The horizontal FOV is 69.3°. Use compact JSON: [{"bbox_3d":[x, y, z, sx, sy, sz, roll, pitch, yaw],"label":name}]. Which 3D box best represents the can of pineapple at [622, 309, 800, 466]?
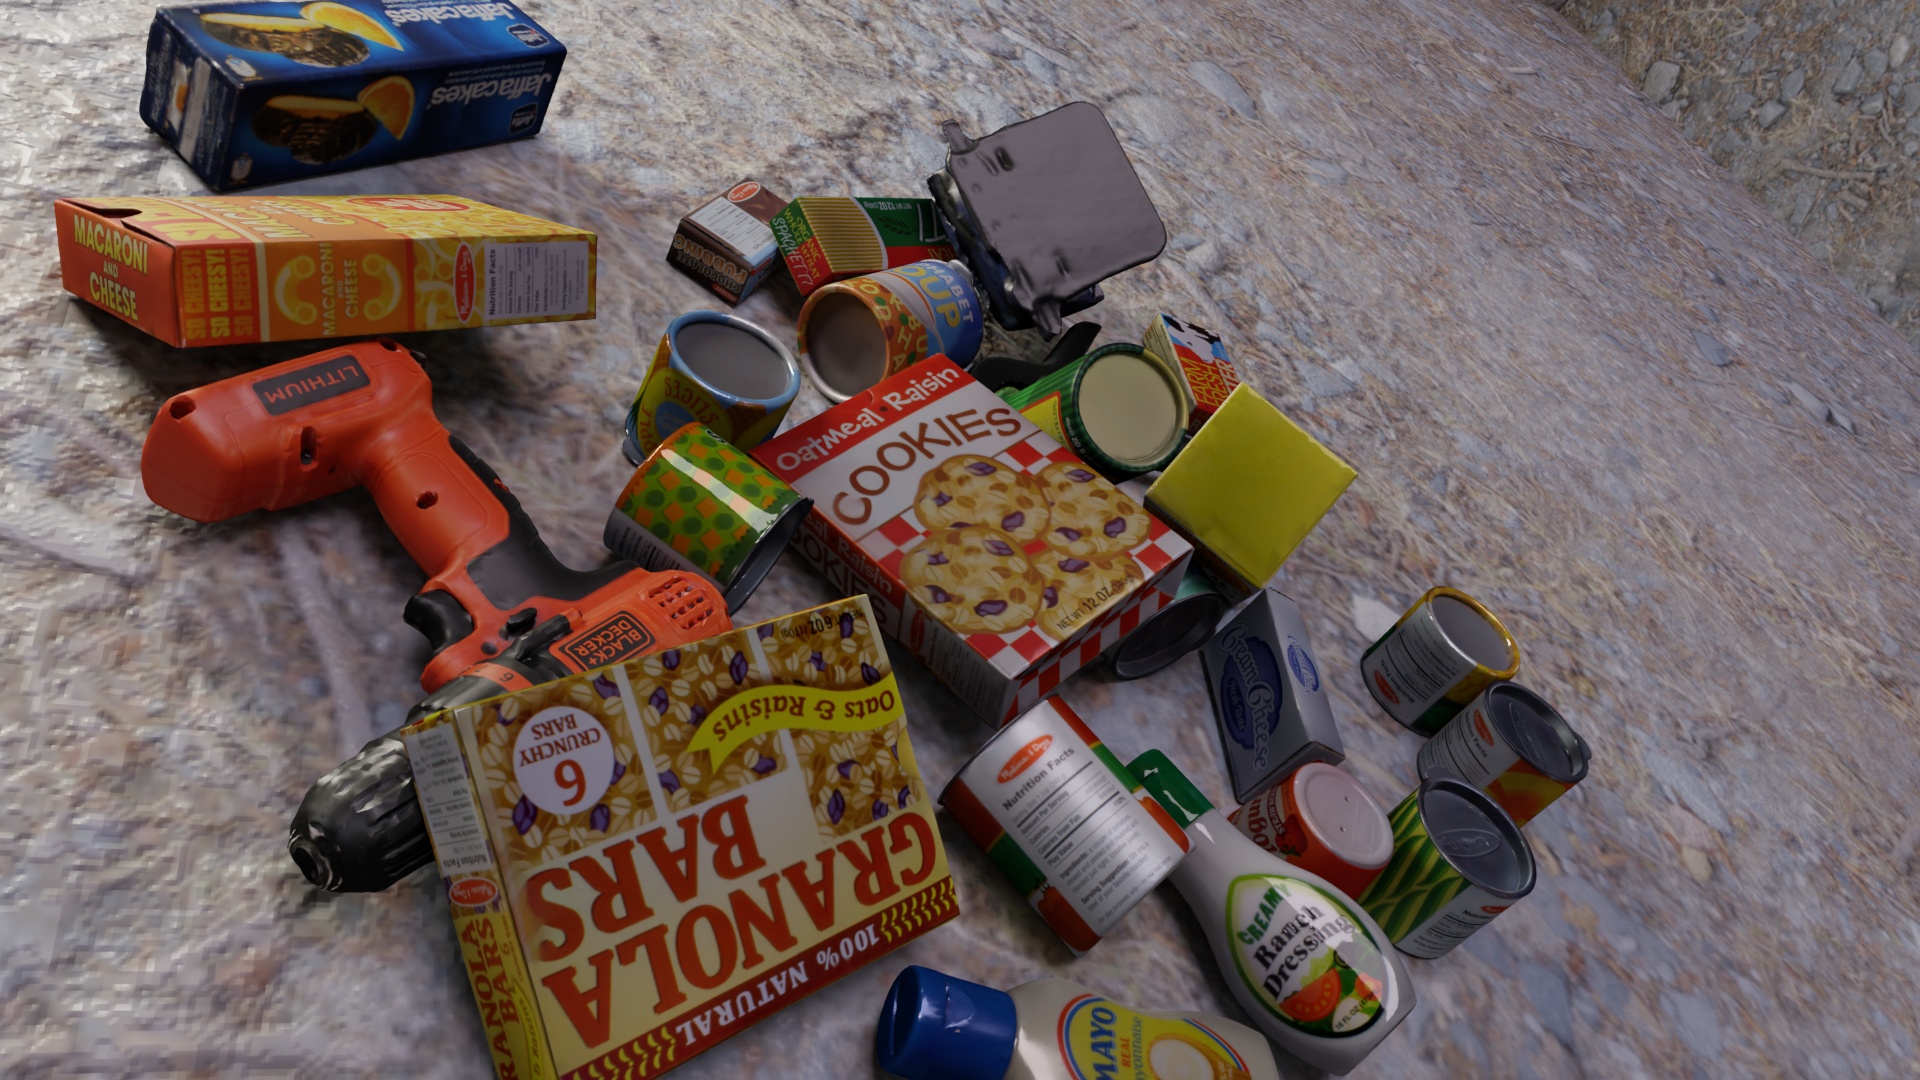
[{"bbox_3d":[-0.116,-0.064,0.644,0.071,0.057,0.071,21,38,-18],"label":"can of pineapple"}]

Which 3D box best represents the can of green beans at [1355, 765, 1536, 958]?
[{"bbox_3d":[0.226,0.154,0.658,0.071,0.057,0.071,21,38,-17],"label":"can of green beans"}]

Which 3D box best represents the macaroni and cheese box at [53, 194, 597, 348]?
[{"bbox_3d":[-0.254,-0.115,0.566,0.124,0.040,0.167,21,24,38],"label":"macaroni and cheese box"}]

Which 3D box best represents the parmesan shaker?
[{"bbox_3d":[0.058,-0.058,0.705,0.071,0.103,0.071,5,79,-24],"label":"parmesan shaker"}]

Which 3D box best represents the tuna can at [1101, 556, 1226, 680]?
[{"bbox_3d":[0.096,0.036,0.687,0.071,0.070,0.033,-4,50,-41],"label":"tuna can"}]

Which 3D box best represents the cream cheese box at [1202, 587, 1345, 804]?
[{"bbox_3d":[0.154,0.078,0.692,0.024,0.053,0.104,25,37,-24],"label":"cream cheese box"}]

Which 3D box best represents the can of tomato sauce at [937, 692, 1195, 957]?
[{"bbox_3d":[0.043,0.114,0.559,0.083,0.070,0.071,46,38,16],"label":"can of tomato sauce"}]

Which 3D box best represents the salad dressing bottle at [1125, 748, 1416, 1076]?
[{"bbox_3d":[0.121,0.152,0.585,0.064,0.044,0.148,-41,63,-8],"label":"salad dressing bottle"}]

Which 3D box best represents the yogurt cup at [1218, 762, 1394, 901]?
[{"bbox_3d":[0.157,0.138,0.628,0.072,0.053,0.073,21,39,-18],"label":"yogurt cup"}]

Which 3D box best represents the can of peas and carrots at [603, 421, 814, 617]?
[{"bbox_3d":[-0.105,-0.009,0.582,0.059,0.070,0.071,35,36,3],"label":"can of peas and carrots"}]

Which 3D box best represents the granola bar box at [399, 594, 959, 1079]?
[{"bbox_3d":[-0.083,0.096,0.460,0.166,0.039,0.124,-15,87,-46],"label":"granola bar box"}]

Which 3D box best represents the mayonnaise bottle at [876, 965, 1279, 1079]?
[{"bbox_3d":[0.044,0.189,0.493,0.148,0.041,0.065,22,39,-17],"label":"mayonnaise bottle"}]

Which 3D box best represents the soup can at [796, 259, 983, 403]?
[{"bbox_3d":[-0.036,-0.115,0.752,0.071,0.071,0.084,45,38,14],"label":"soup can"}]

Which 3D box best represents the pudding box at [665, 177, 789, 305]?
[{"bbox_3d":[-0.122,-0.170,0.782,0.049,0.030,0.084,33,36,0],"label":"pudding box"}]

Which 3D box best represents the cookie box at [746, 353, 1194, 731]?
[{"bbox_3d":[0.002,-0.008,0.636,0.123,0.040,0.168,-32,60,-34],"label":"cookie box"}]

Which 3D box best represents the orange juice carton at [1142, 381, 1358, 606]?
[{"bbox_3d":[0.145,-0.017,0.737,0.072,0.073,0.192,41,0,8],"label":"orange juice carton"}]

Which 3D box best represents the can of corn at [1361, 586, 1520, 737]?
[{"bbox_3d":[0.275,0.068,0.793,0.071,0.058,0.071,21,38,-17],"label":"can of corn"}]

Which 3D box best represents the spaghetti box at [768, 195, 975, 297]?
[{"bbox_3d":[-0.015,-0.182,0.852,0.251,0.028,0.050,-17,80,-52],"label":"spaghetti box"}]

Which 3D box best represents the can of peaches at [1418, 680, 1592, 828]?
[{"bbox_3d":[0.293,0.120,0.749,0.071,0.057,0.071,21,37,-17],"label":"can of peaches"}]

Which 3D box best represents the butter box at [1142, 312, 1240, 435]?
[{"bbox_3d":[0.160,-0.108,0.933,0.053,0.024,0.104,14,40,-24],"label":"butter box"}]
